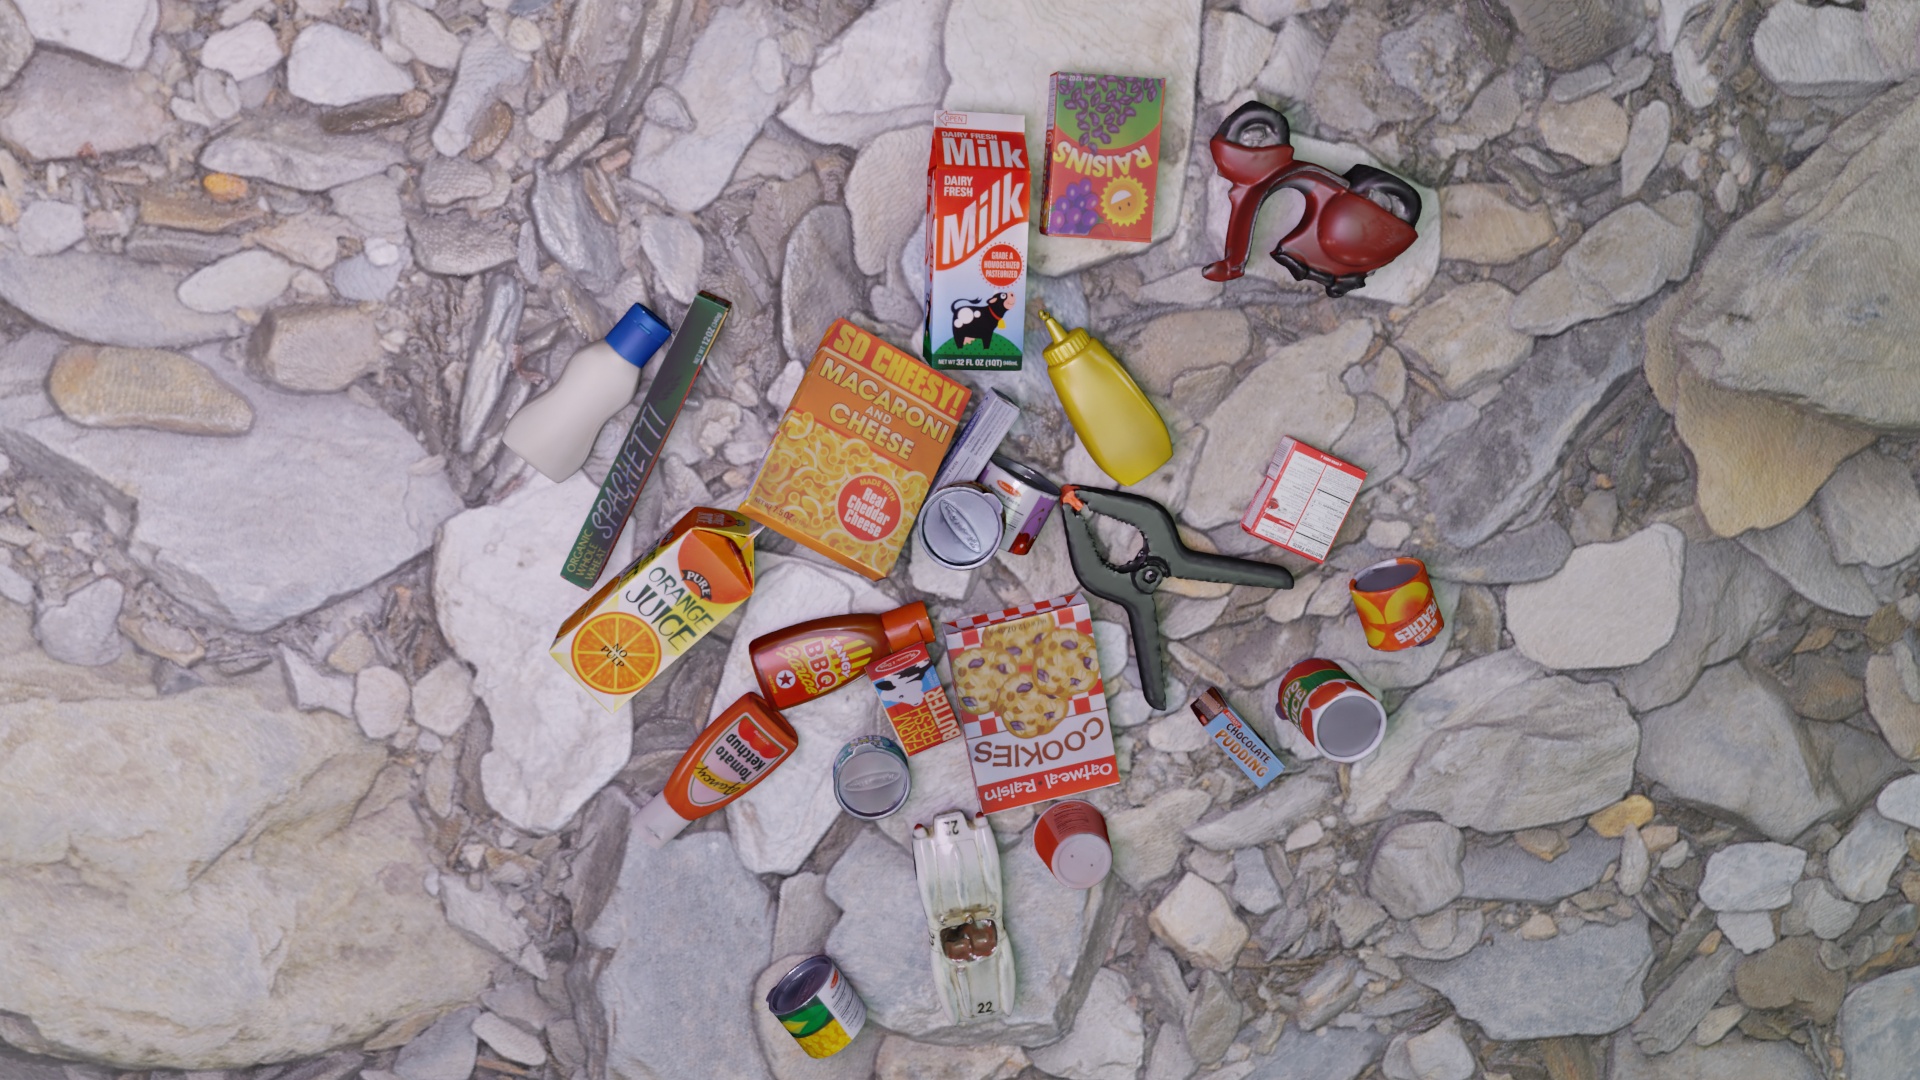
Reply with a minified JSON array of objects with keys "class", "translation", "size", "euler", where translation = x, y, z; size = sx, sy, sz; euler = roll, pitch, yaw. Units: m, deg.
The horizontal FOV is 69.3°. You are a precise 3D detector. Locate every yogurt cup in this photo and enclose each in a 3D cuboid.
[{"class":"yogurt cup","translation":[0.101,0.267,1.212],"size":[0.072,0.054,0.072],"euler":[-2,104,-8]}]

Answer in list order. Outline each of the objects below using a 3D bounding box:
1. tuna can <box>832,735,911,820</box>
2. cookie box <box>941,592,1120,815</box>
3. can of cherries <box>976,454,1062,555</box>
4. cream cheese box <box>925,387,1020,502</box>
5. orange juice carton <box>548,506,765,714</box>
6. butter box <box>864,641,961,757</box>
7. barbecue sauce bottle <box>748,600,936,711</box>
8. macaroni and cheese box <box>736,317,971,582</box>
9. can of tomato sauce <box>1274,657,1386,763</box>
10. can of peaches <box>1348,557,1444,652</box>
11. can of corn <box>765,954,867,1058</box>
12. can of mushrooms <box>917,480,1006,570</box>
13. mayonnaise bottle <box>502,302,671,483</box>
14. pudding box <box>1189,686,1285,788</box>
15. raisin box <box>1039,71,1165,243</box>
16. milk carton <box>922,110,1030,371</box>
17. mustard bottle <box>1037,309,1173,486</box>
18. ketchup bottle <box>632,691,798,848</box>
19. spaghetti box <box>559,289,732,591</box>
[{"class":"tuna can","translation":[-0.076,0.199,1.182],"size":[0.071,0.033,0.071],"euler":[-2,104,-7]},{"class":"cookie box","translation":[0.060,0.139,1.182],"size":[0.123,0.040,0.167],"euler":[-12,104,-4]},{"class":"can of cherries","translation":[0.041,-0.029,1.123],"size":[0.071,0.072,0.058],"euler":[25,104,-13]},{"class":"cream cheese box","translation":[0.008,-0.072,1.114],"size":[0.024,0.053,0.103],"euler":[32,98,-12]},{"class":"orange juice carton","translation":[-0.227,0.041,1.102],"size":[0.192,0.072,0.073],"euler":[-40,106,4]},{"class":"butter box","translation":[-0.038,0.133,1.155],"size":[0.053,0.024,0.103],"euler":[-23,131,-3]},{"class":"barbecue sauce bottle","translation":[-0.096,0.089,1.146],"size":[0.149,0.044,0.064],"euler":[-19,109,-3]},{"class":"macaroni and cheese box","translation":[-0.081,-0.070,1.076],"size":[0.124,0.040,0.167],"euler":[28,74,-15]},{"class":"can of tomato sauce","translation":[0.317,0.146,1.194],"size":[0.071,0.083,0.071],"euler":[-2,104,-7]},{"class":"can of peaches","translation":[0.373,0.055,1.184],"size":[0.071,0.071,0.058],"euler":[-23,105,-1]},{"class":"can of corn","translation":[-0.126,0.408,1.213],"size":[0.071,0.071,0.058],"euler":[-34,106,2]},{"class":"can of mushrooms","translation":[0.004,-0.013,1.076],"size":[0.071,0.033,0.071],"euler":[2,102,8]},{"class":"mayonnaise bottle","translation":[-0.284,-0.117,1.072],"size":[0.064,0.041,0.148],"euler":[41,95,-16]},{"class":"pudding box","translation":[0.241,0.171,1.208],"size":[0.030,0.050,0.083],"euler":[-42,106,6]},{"class":"raisin box","translation":[0.109,-0.297,1.078],"size":[0.086,0.040,0.123],"euler":[1,105,-9]},{"class":"milk carton","translation":[0.011,-0.229,1.064],"size":[0.072,0.073,0.190],"euler":[1,104,-8]},{"class":"mustard bottle","translation":[0.109,-0.121,1.117],"size":[0.065,0.049,0.160],"euler":[-34,105,2]},{"class":"ketchup bottle","translation":[-0.208,0.196,1.159],"size":[0.148,0.043,0.064],"euler":[-42,106,5]},{"class":"spaghetti box","translation":[-0.245,-0.077,1.081],"size":[0.029,0.050,0.249],"euler":[26,100,-11]}]
